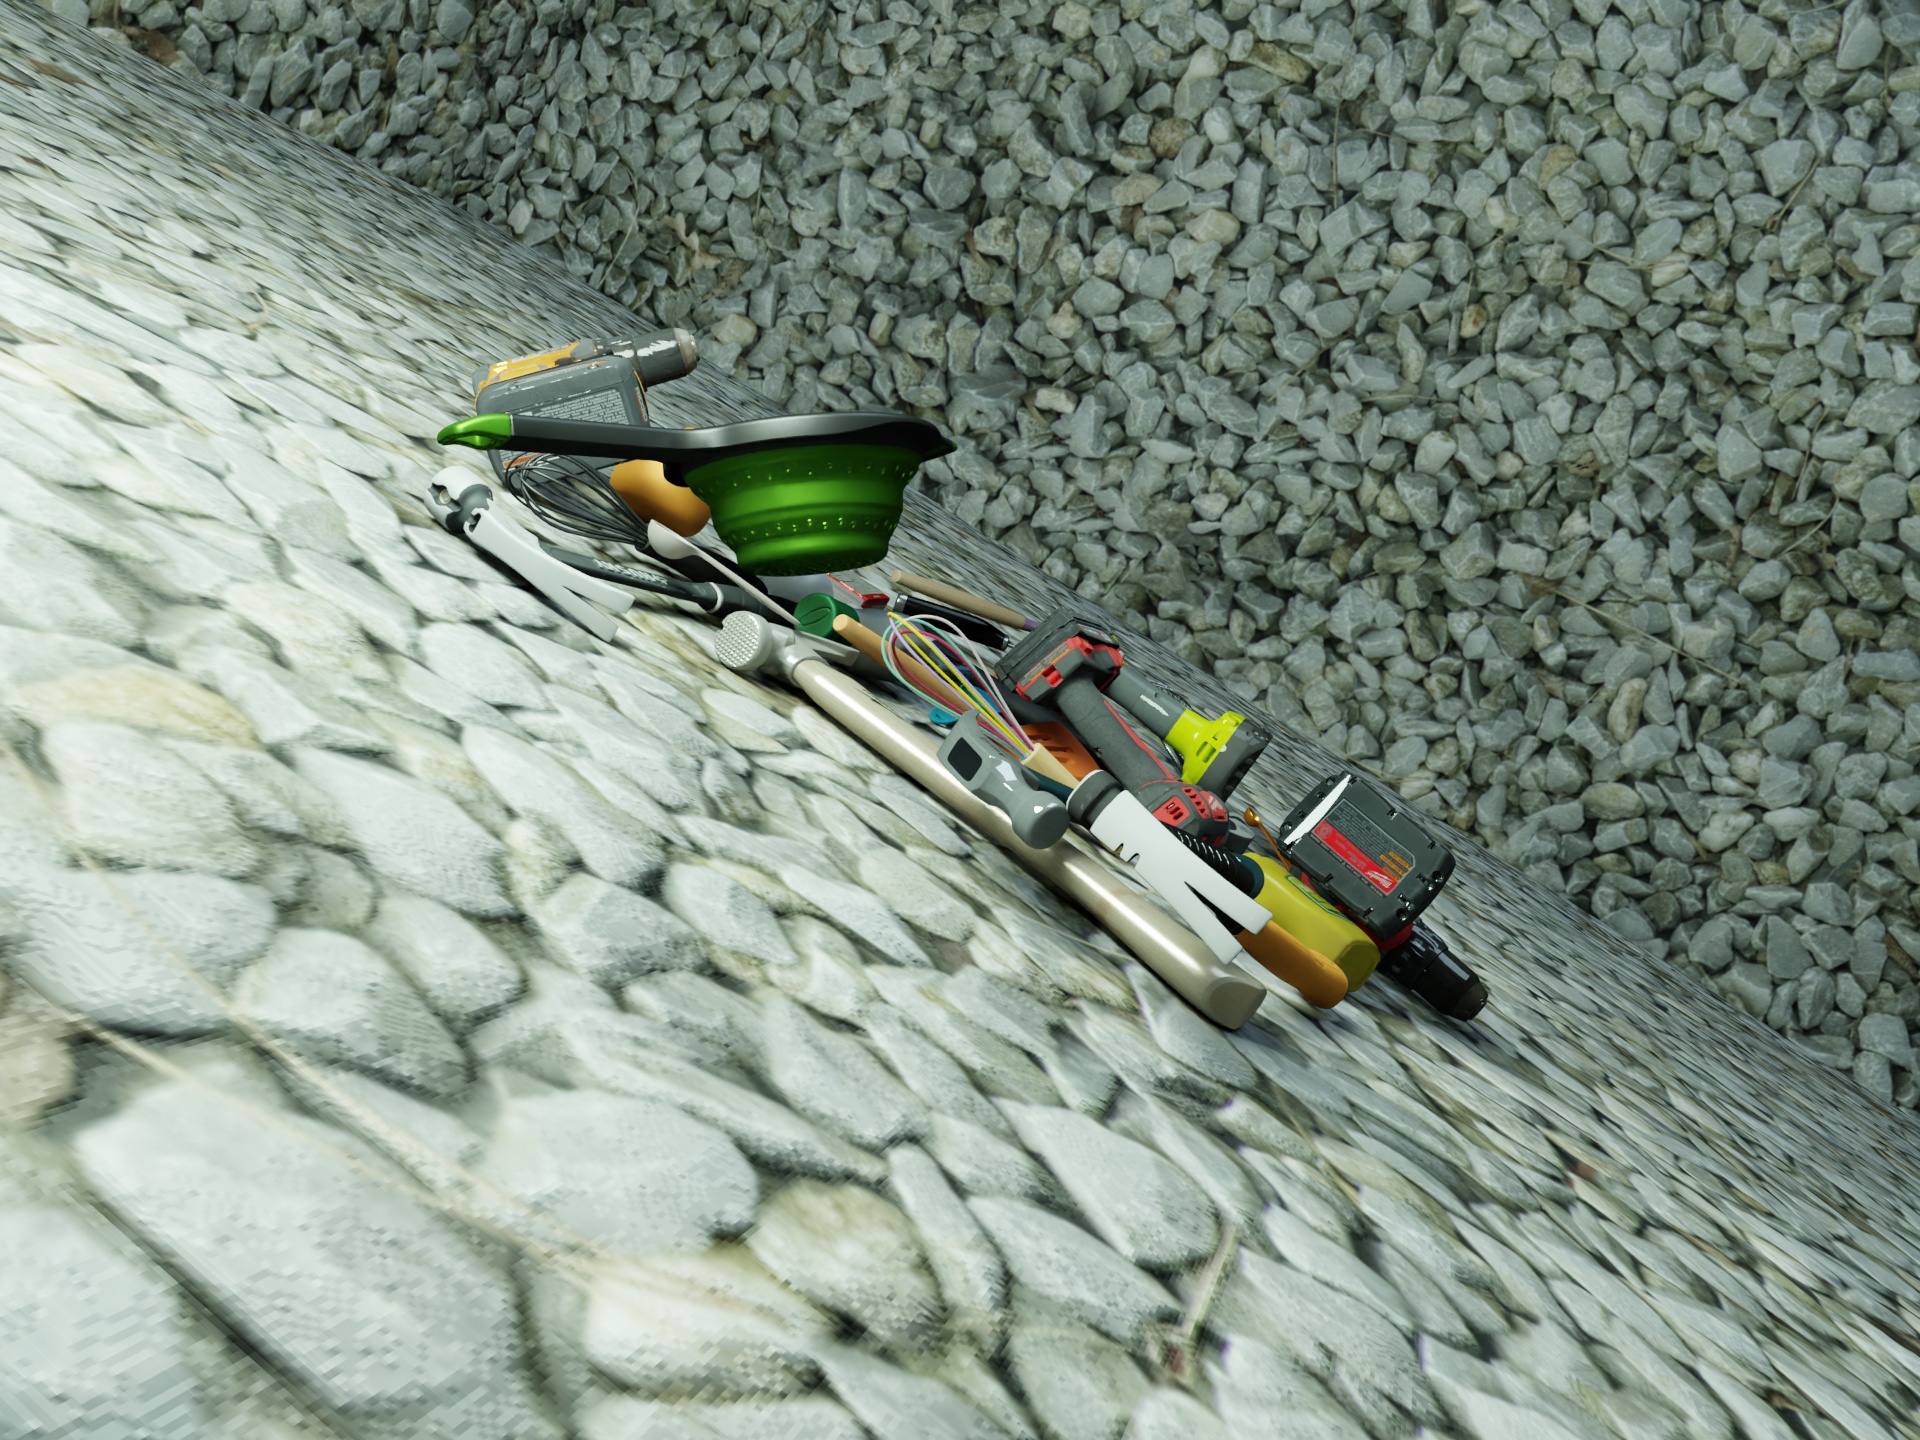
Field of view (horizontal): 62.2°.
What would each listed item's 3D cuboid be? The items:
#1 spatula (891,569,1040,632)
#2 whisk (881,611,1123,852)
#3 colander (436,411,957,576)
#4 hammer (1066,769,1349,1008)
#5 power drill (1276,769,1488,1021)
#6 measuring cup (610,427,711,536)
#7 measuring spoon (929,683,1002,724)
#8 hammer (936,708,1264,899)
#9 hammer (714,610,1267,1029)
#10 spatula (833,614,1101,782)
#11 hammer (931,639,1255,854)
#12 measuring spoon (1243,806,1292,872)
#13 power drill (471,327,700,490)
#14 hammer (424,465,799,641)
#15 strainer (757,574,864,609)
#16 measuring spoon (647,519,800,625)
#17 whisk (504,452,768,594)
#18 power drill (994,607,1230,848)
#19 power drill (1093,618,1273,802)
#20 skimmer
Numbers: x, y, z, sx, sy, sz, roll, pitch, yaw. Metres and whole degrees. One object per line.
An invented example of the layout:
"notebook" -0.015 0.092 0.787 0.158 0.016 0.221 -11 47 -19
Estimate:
"spatula" 0.043 -0.108 1.637 0.060 0.018 0.315 19 2 44
"whisk" 0.034 0.010 1.127 0.245 0.051 0.047 44 -36 -14
"colander" -0.170 -0.153 1.108 0.397 0.094 0.204 -5 -2 -44
"hammer" 0.176 0.126 0.939 0.127 0.034 0.336 43 4 35
"power drill" 0.334 0.147 1.243 0.188 0.080 0.226 43 -6 25
"measuring cup" -0.230 -0.191 1.262 0.095 0.052 0.173 29 -11 -13
"measuring spoon" -0.002 -0.004 1.296 0.042 0.021 0.128 34 20 13
"hammer" 0.103 0.068 1.005 0.330 0.033 0.128 24 13 -48
"hammer" 0.023 0.056 1.006 0.411 0.038 0.146 37 10 26
"spatula" 0.008 -0.016 1.212 0.322 0.041 0.081 34 16 -50
"hammer" 0.109 0.027 1.400 0.335 0.035 0.146 32 9 5
"measuring spoon" 0.280 0.126 1.386 0.117 0.011 0.021 56 16 1
"power drill" -0.289 -0.257 1.246 0.185 0.084 0.226 -17 24 -8
"hammer" -0.180 -0.086 1.104 0.149 0.036 0.408 37 11 23
"strainer" -0.099 -0.096 1.378 0.087 0.050 0.258 55 17 27
"measuring spoon" -0.160 -0.094 1.071 0.124 0.018 0.034 35 2 -23
"whisk" -0.230 -0.137 1.172 0.238 0.055 0.055 26 10 -44
"power drill" 0.134 0.020 1.276 0.220 0.078 0.143 54 17 19
"power drill" 0.184 -0.020 1.533 0.228 0.080 0.190 36 12 9
"skimmer" 0.092 -0.033 1.659 0.363 0.090 0.127 20 8 -5
